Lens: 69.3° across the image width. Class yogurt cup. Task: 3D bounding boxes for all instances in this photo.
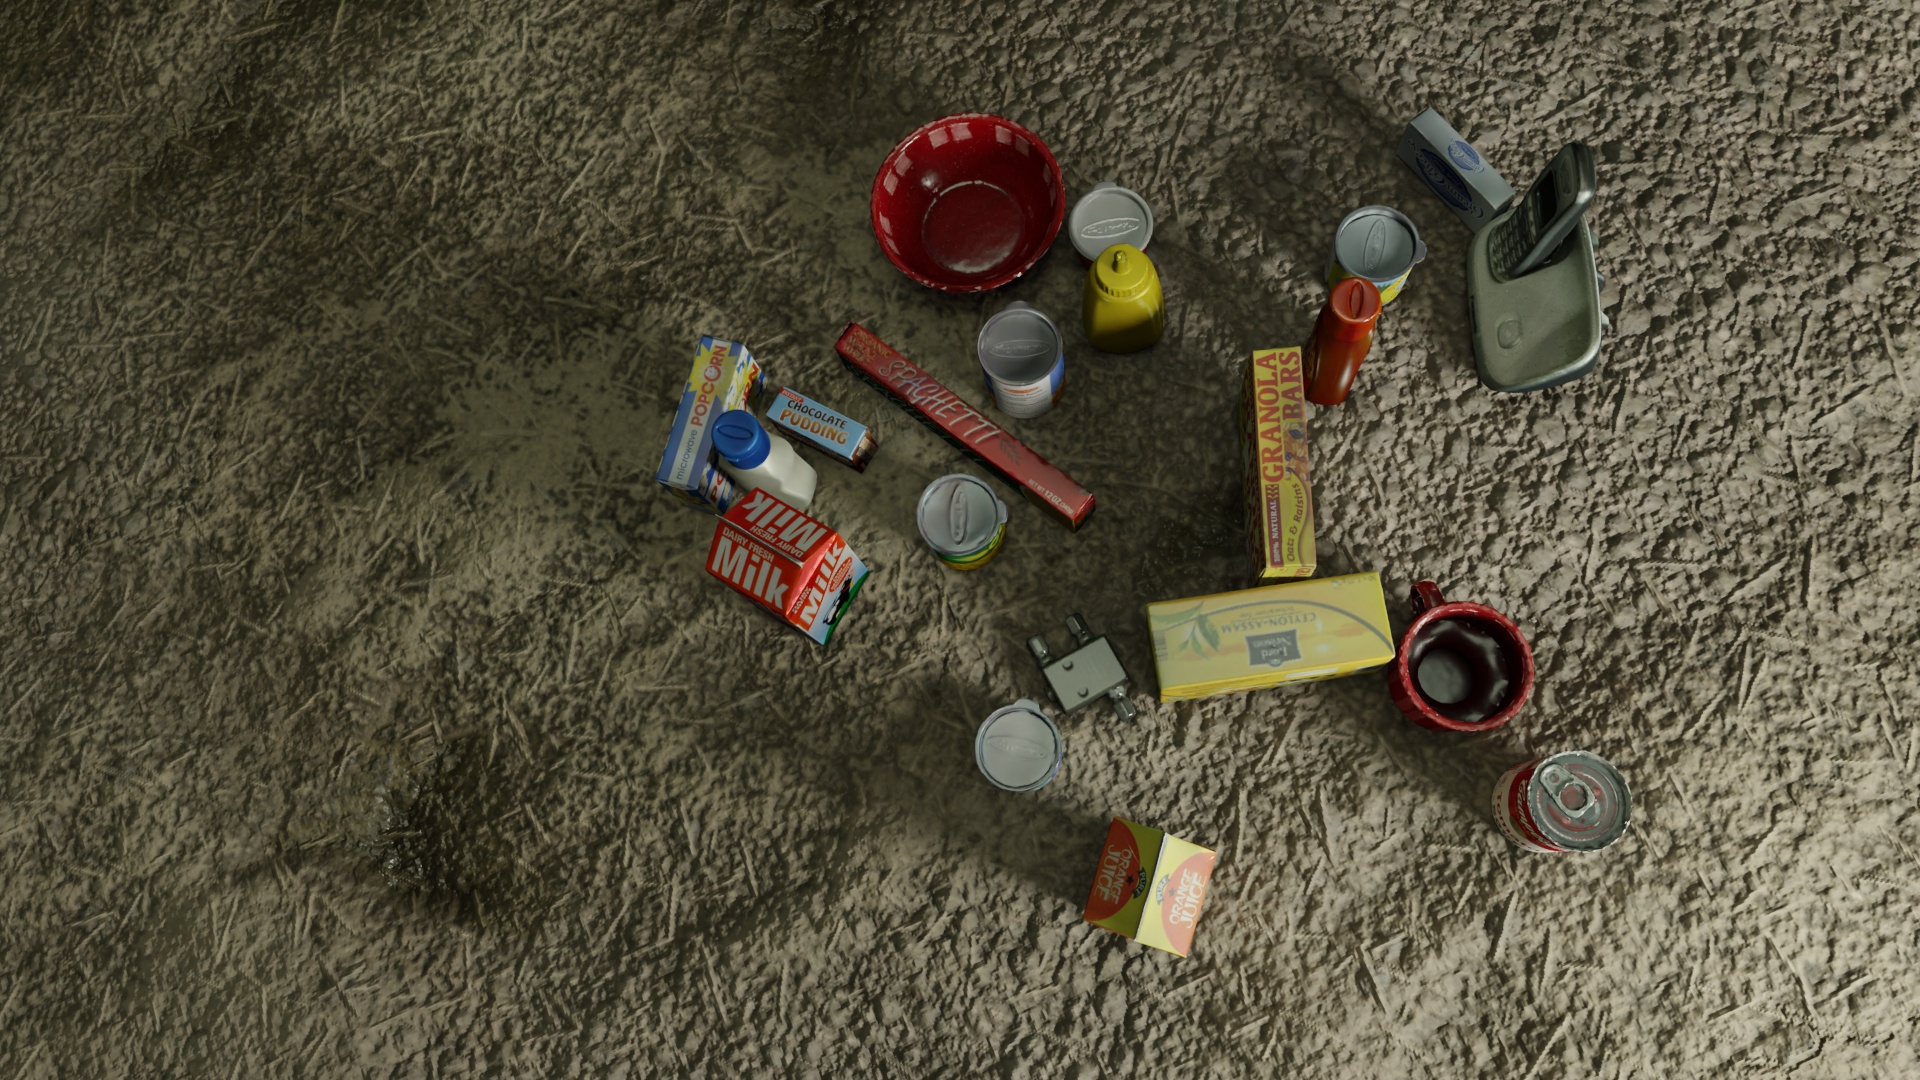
[{"bbox_3d":[0.124,-0.250,1.146,0.072,0.054,0.072,-1,76,6],"label":"yogurt cup"}]

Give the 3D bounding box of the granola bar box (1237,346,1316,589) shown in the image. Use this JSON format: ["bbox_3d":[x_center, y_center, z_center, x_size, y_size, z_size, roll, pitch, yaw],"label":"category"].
[{"bbox_3d":[0.236,-0.047,1.047,0.039,0.124,0.166,-2,76,6],"label":"granola bar box"}]

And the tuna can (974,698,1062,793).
[{"bbox_3d":[0.045,0.158,1.065,0.071,0.032,0.071,-1,76,6],"label":"tuna can"}]

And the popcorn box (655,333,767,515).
[{"bbox_3d":[-0.200,-0.092,1.125,0.038,0.085,0.127,13,78,9],"label":"popcorn box"}]

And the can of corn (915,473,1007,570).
[{"bbox_3d":[0.004,-0.014,1.098,0.071,0.058,0.071,-1,76,6],"label":"can of corn"}]

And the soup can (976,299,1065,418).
[{"bbox_3d":[0.050,-0.144,1.112,0.071,0.083,0.071,-1,77,6],"label":"soup can"}]

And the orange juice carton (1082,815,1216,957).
[{"bbox_3d":[0.128,0.236,0.954,0.073,0.192,0.072,18,79,10],"label":"orange juice carton"}]

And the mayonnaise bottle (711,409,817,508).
[{"bbox_3d":[-0.156,-0.063,1.081,0.065,0.148,0.041,12,79,9],"label":"mayonnaise bottle"}]

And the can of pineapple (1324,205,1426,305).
[{"bbox_3d":[0.331,-0.225,1.115,0.071,0.057,0.071,-1,76,6],"label":"can of pineapple"}]

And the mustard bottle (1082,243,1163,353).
[{"bbox_3d":[0.126,-0.192,1.076,0.065,0.160,0.049,-4,76,5],"label":"mustard bottle"}]

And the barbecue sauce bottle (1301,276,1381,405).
[{"bbox_3d":[0.289,-0.154,1.056,0.044,0.148,0.065,7,78,8],"label":"barbecue sauce bottle"}]

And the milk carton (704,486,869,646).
[{"bbox_3d":[-0.129,0.019,1.036,0.072,0.190,0.073,29,81,12],"label":"milk carton"}]

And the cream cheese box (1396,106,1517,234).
[{"bbox_3d":[0.402,-0.299,1.128,0.024,0.053,0.104,-38,76,-3],"label":"cream cheese box"}]

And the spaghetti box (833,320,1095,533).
[{"bbox_3d":[0.002,-0.092,1.122,0.250,0.050,0.029,37,83,13],"label":"spaghetti box"}]

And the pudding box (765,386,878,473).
[{"bbox_3d":[-0.112,-0.090,1.134,0.084,0.049,0.030,27,81,12],"label":"pudding box"}]
